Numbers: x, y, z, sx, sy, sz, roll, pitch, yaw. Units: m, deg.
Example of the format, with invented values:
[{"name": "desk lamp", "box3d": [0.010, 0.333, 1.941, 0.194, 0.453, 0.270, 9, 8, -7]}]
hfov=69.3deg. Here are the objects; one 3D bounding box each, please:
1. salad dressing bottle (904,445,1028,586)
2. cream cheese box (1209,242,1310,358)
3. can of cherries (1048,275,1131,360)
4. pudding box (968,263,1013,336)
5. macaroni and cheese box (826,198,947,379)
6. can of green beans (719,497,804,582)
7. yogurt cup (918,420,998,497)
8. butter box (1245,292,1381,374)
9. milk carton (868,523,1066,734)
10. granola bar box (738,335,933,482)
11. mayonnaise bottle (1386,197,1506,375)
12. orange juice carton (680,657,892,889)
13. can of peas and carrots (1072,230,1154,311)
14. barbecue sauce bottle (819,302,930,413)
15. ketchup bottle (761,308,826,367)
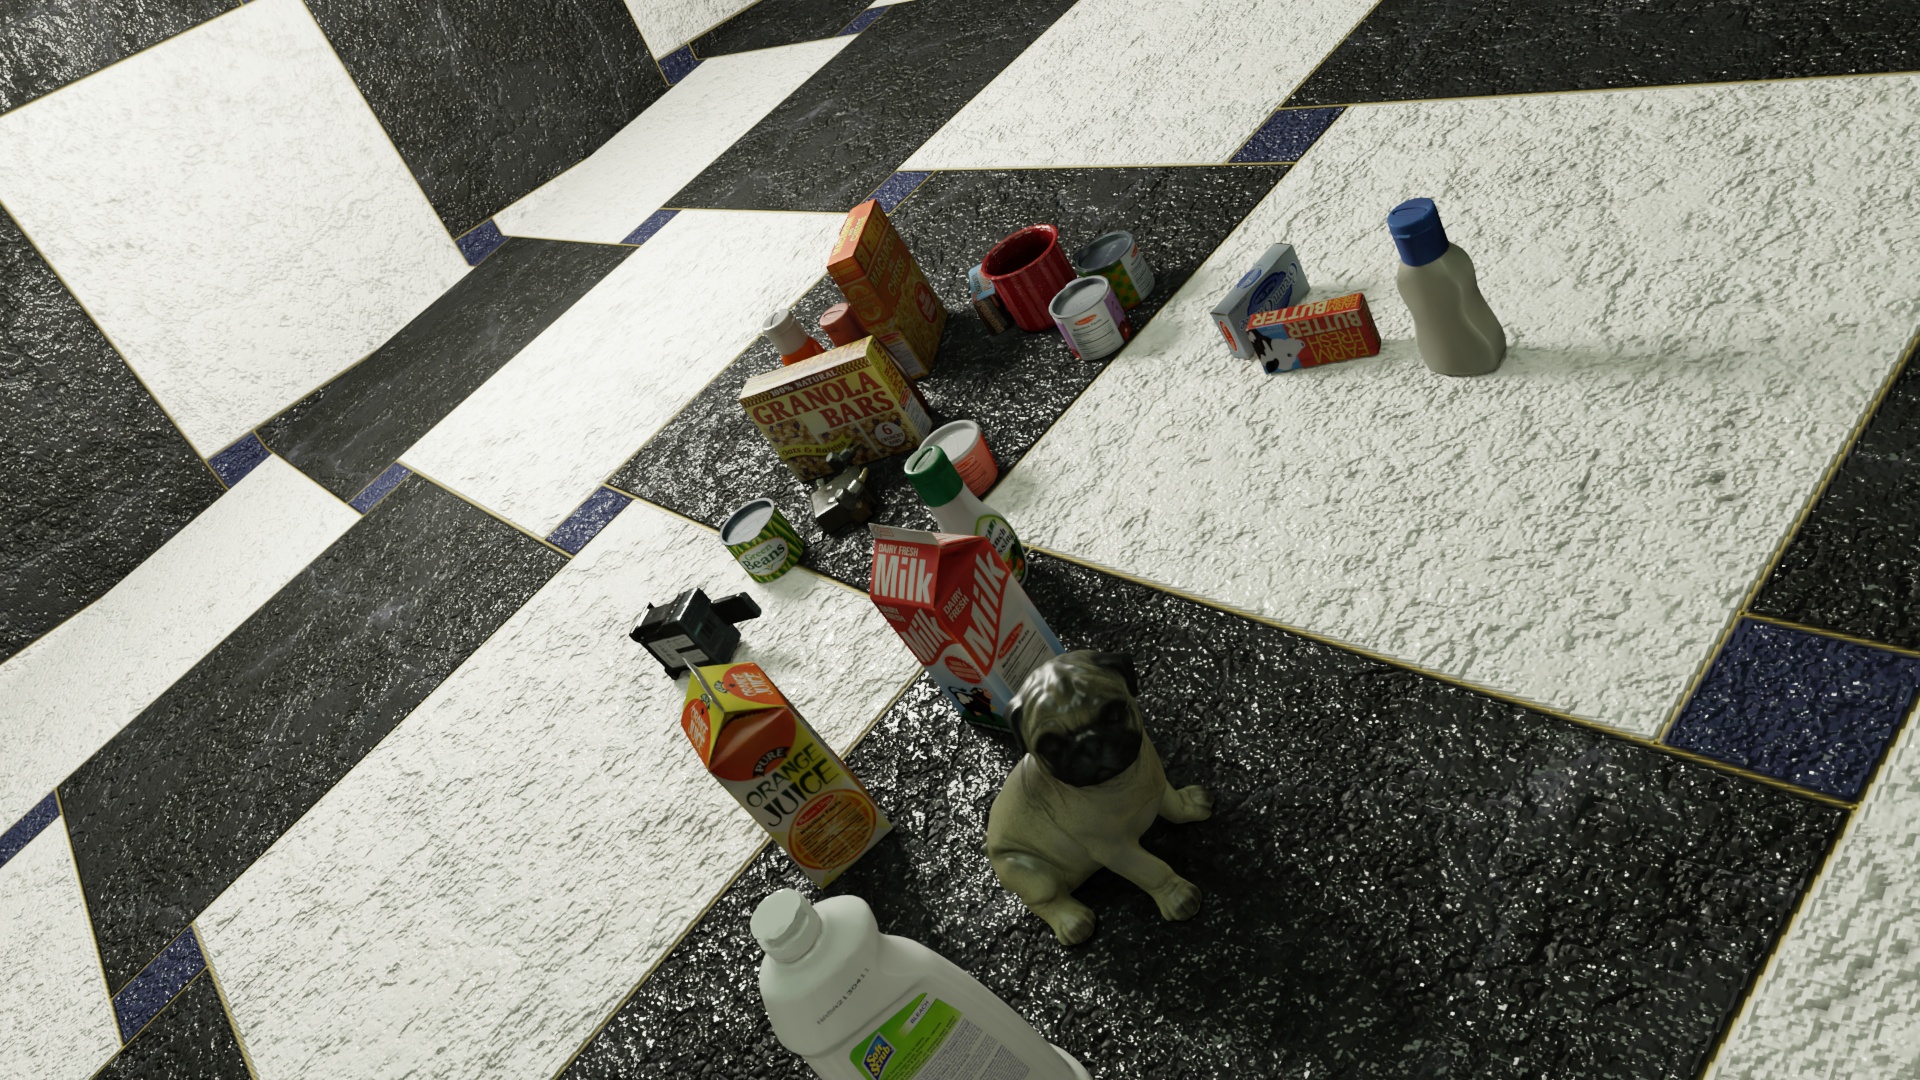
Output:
[{"name": "salad dressing bottle", "box3d": [0.004, -0.015, 1.159, 0.044, 0.147, 0.064, 5, 50, 45]}, {"name": "cream cheese box", "box3d": [0.275, -0.219, 1.268, 0.104, 0.053, 0.024, -47, 35, -19]}, {"name": "can of cherries", "box3d": [0.132, -0.225, 1.398, 0.071, 0.058, 0.072, -23, 34, 17]}, {"name": "pudding box", "box3d": [0.034, -0.271, 1.552, 0.030, 0.049, 0.084, -25, 34, 15]}, {"name": "macaroni and cheese box", "box3d": [-0.081, -0.279, 1.555, 0.040, 0.166, 0.124, -17, 37, 26]}, {"name": "can of green beans", "box3d": [-0.200, 0.000, 1.403, 0.071, 0.057, 0.071, -23, 34, 17]}, {"name": "yogurt cup", "box3d": [0.000, -0.074, 1.325, 0.072, 0.053, 0.073, -23, 34, 17]}, {"name": "butter box", "box3d": [0.303, -0.176, 1.189, 0.103, 0.053, 0.024, -7, 42, 36]}, {"name": "milk carton", "box3d": [0.002, 0.057, 1.030, 0.072, 0.190, 0.074, 6, 51, 46]}, {"name": "granola bar box", "box3d": [-0.130, -0.136, 1.454, 0.165, 0.124, 0.039, -15, 38, 28]}, {"name": "mayonnaise bottle", "box3d": [0.368, -0.193, 1.065, 0.065, 0.147, 0.041, 7, 51, 46]}, {"name": "orange juice carton", "box3d": [-0.137, 0.161, 1.017, 0.073, 0.192, 0.072, -40, 33, -7]}, {"name": "can of peas and carrots", "box3d": [0.158, -0.277, 1.441, 0.071, 0.058, 0.071, -23, 34, 17]}, {"name": "barbecue sauce bottle", "box3d": [-0.093, -0.182, 1.458, 0.065, 0.148, 0.044, -3, 44, 39]}, {"name": "ketchup bottle", "box3d": [-0.162, -0.187, 1.526, 0.043, 0.148, 0.065, -21, 35, 21]}]
